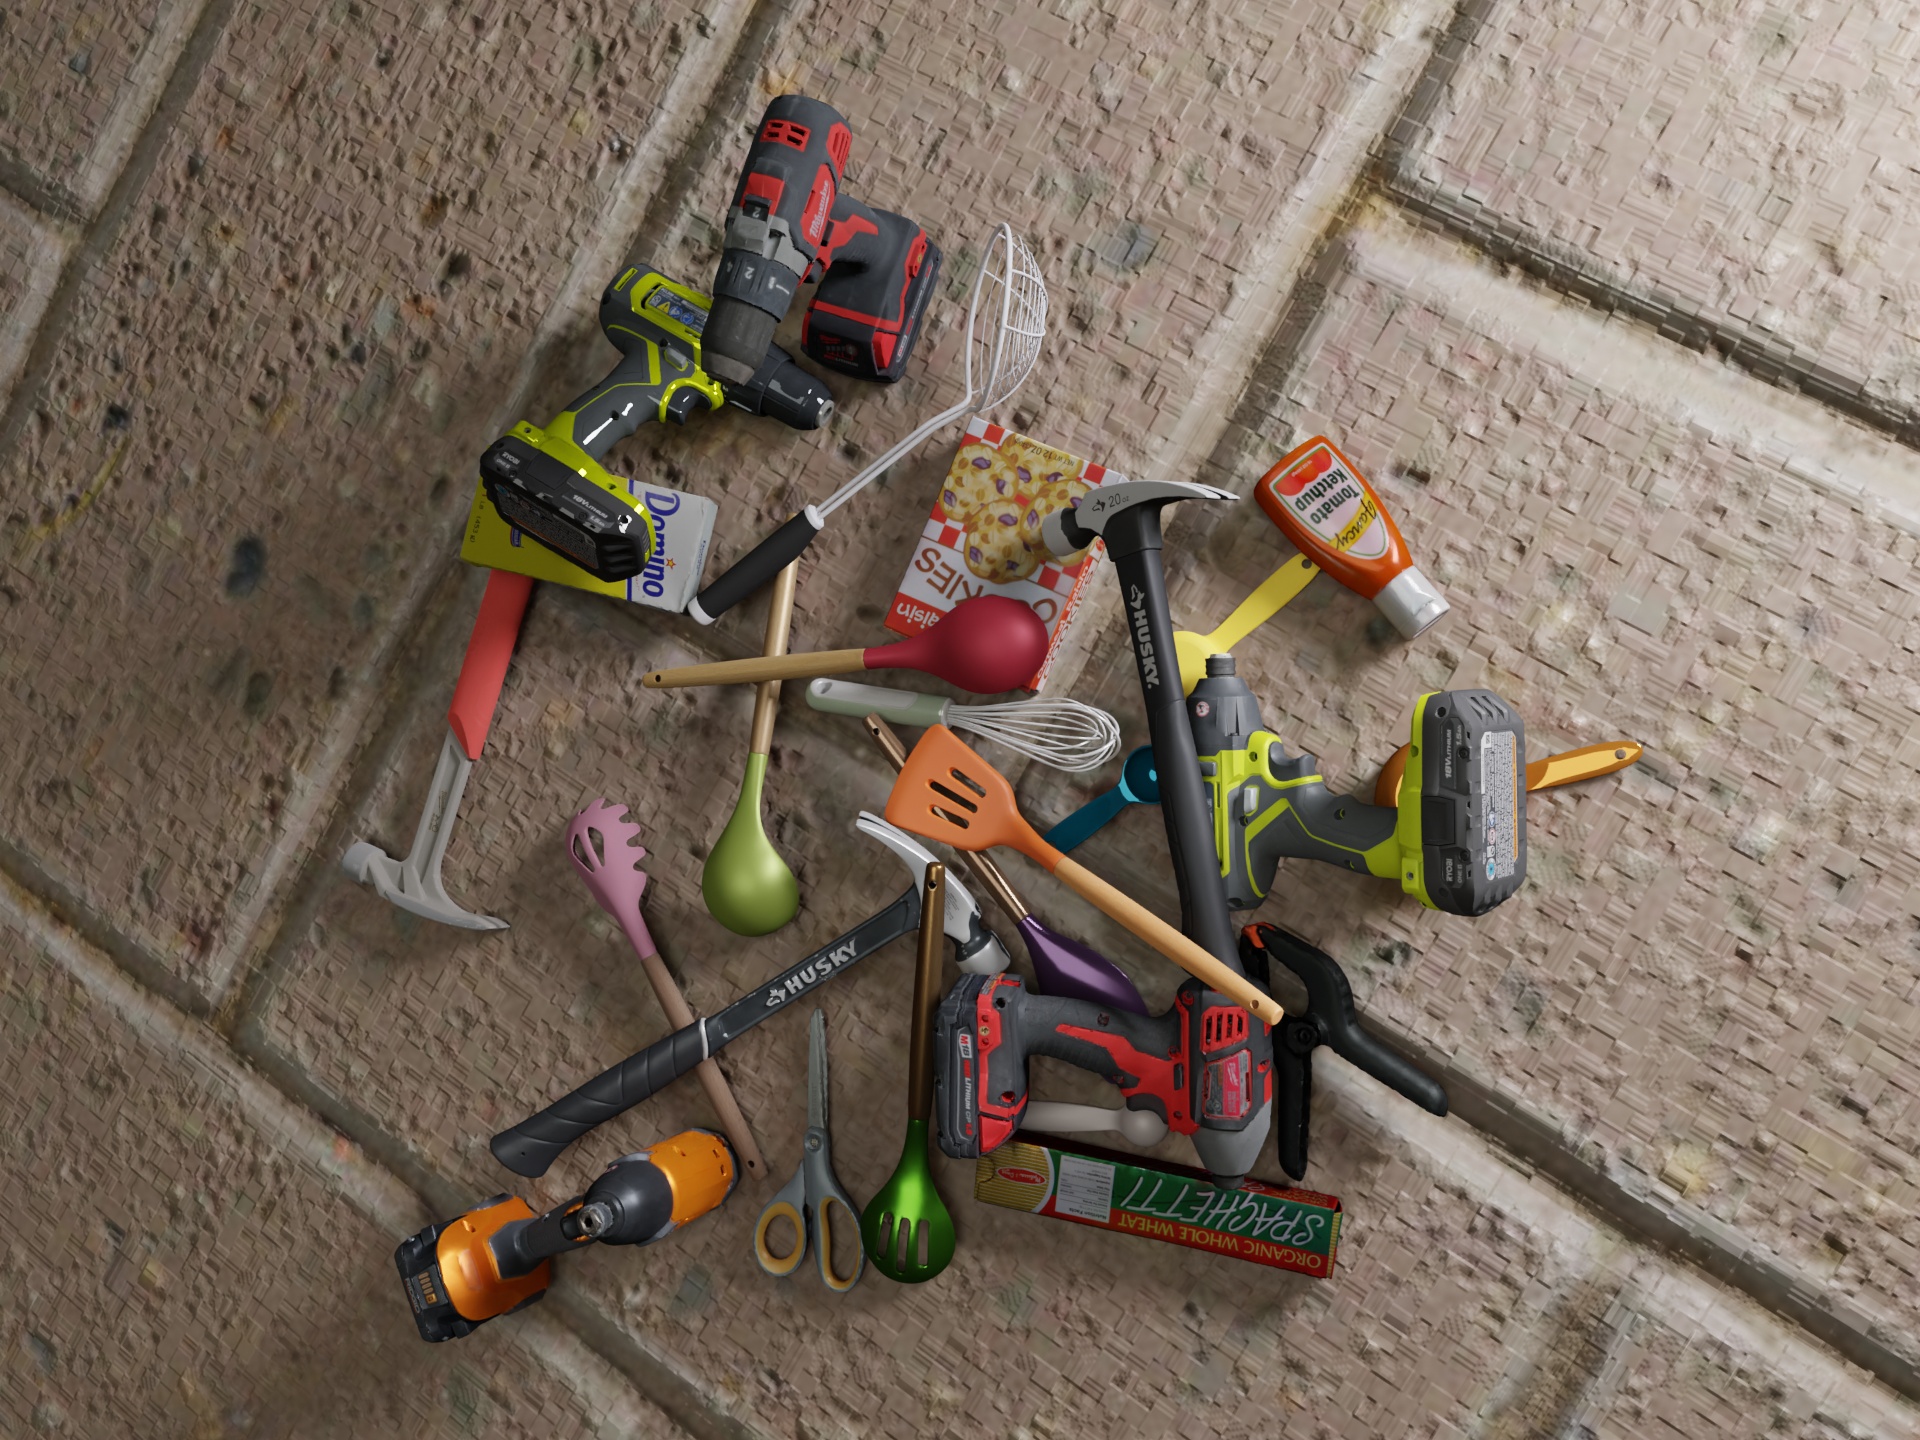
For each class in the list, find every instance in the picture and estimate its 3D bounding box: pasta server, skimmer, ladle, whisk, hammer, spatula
[{"bbox_3d":[-0.221,0.203,1.210,0.060,0.040,0.316,-31,82,12],"label":"pasta server"},{"bbox_3d":[-0.079,-0.203,1.143,0.363,0.127,0.090,-37,120,16],"label":"skimmer"},{"bbox_3d":[-0.091,-0.043,1.149,0.315,0.031,0.069,-5,86,20],"label":"ladle"},{"bbox_3d":[-0.002,-0.004,1.149,0.246,0.059,0.058,9,50,21],"label":"whisk"},{"bbox_3d":[0.141,0.005,1.038,0.146,0.035,0.335,-16,82,47],"label":"hammer"},{"bbox_3d":[-0.173,0.217,1.153,0.409,0.036,0.149,-32,100,10],"label":"hammer"},{"bbox_3d":[-0.141,0.002,1.198,0.078,0.062,0.320,2,79,27],"label":"ladle"},{"bbox_3d":[0.079,0.108,1.056,0.323,0.041,0.081,33,97,36],"label":"spatula"},{"bbox_3d":[0.031,0.119,1.132,0.060,0.018,0.316,-40,83,10],"label":"spatula"},{"bbox_3d":[-0.378,-0.018,1.266,0.149,0.036,0.359,18,92,17],"label":"hammer"}]

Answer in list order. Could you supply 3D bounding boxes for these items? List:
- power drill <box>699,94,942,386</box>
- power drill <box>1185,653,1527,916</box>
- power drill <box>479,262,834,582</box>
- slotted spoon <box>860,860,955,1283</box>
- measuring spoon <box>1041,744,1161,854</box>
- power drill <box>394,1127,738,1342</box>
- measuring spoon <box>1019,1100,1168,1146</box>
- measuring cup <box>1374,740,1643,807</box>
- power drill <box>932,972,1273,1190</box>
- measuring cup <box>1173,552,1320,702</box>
[{"bbox_3d":[-0.101,-0.302,1.105,0.080,0.226,0.188,20,91,17],"label":"power drill"},{"bbox_3d":[0.238,0.041,1.017,0.223,0.080,0.171,0,93,43],"label":"power drill"},{"bbox_3d":[-0.223,-0.217,1.178,0.190,0.080,0.228,31,66,7],"label":"power drill"},{"bbox_3d":[-0.029,0.252,1.114,0.070,0.031,0.313,6,98,10],"label":"slotted spoon"},{"bbox_3d":[0.104,0.062,1.130,0.128,0.021,0.042,-38,77,20],"label":"measuring spoon"},{"bbox_3d":[-0.290,0.368,1.146,0.226,0.164,0.084,-26,80,15],"label":"power drill"},{"bbox_3d":[0.083,0.280,1.115,0.124,0.018,0.034,-2,86,17],"label":"measuring spoon"},{"bbox_3d":[0.355,0.041,1.034,0.173,0.052,0.095,-17,81,17],"label":"measuring cup"},{"bbox_3d":[0.097,0.239,1.063,0.219,0.078,0.143,0,98,13],"label":"power drill"},{"bbox_3d":[0.191,-0.067,1.104,0.156,0.029,0.062,-42,76,10],"label":"measuring cup"}]
